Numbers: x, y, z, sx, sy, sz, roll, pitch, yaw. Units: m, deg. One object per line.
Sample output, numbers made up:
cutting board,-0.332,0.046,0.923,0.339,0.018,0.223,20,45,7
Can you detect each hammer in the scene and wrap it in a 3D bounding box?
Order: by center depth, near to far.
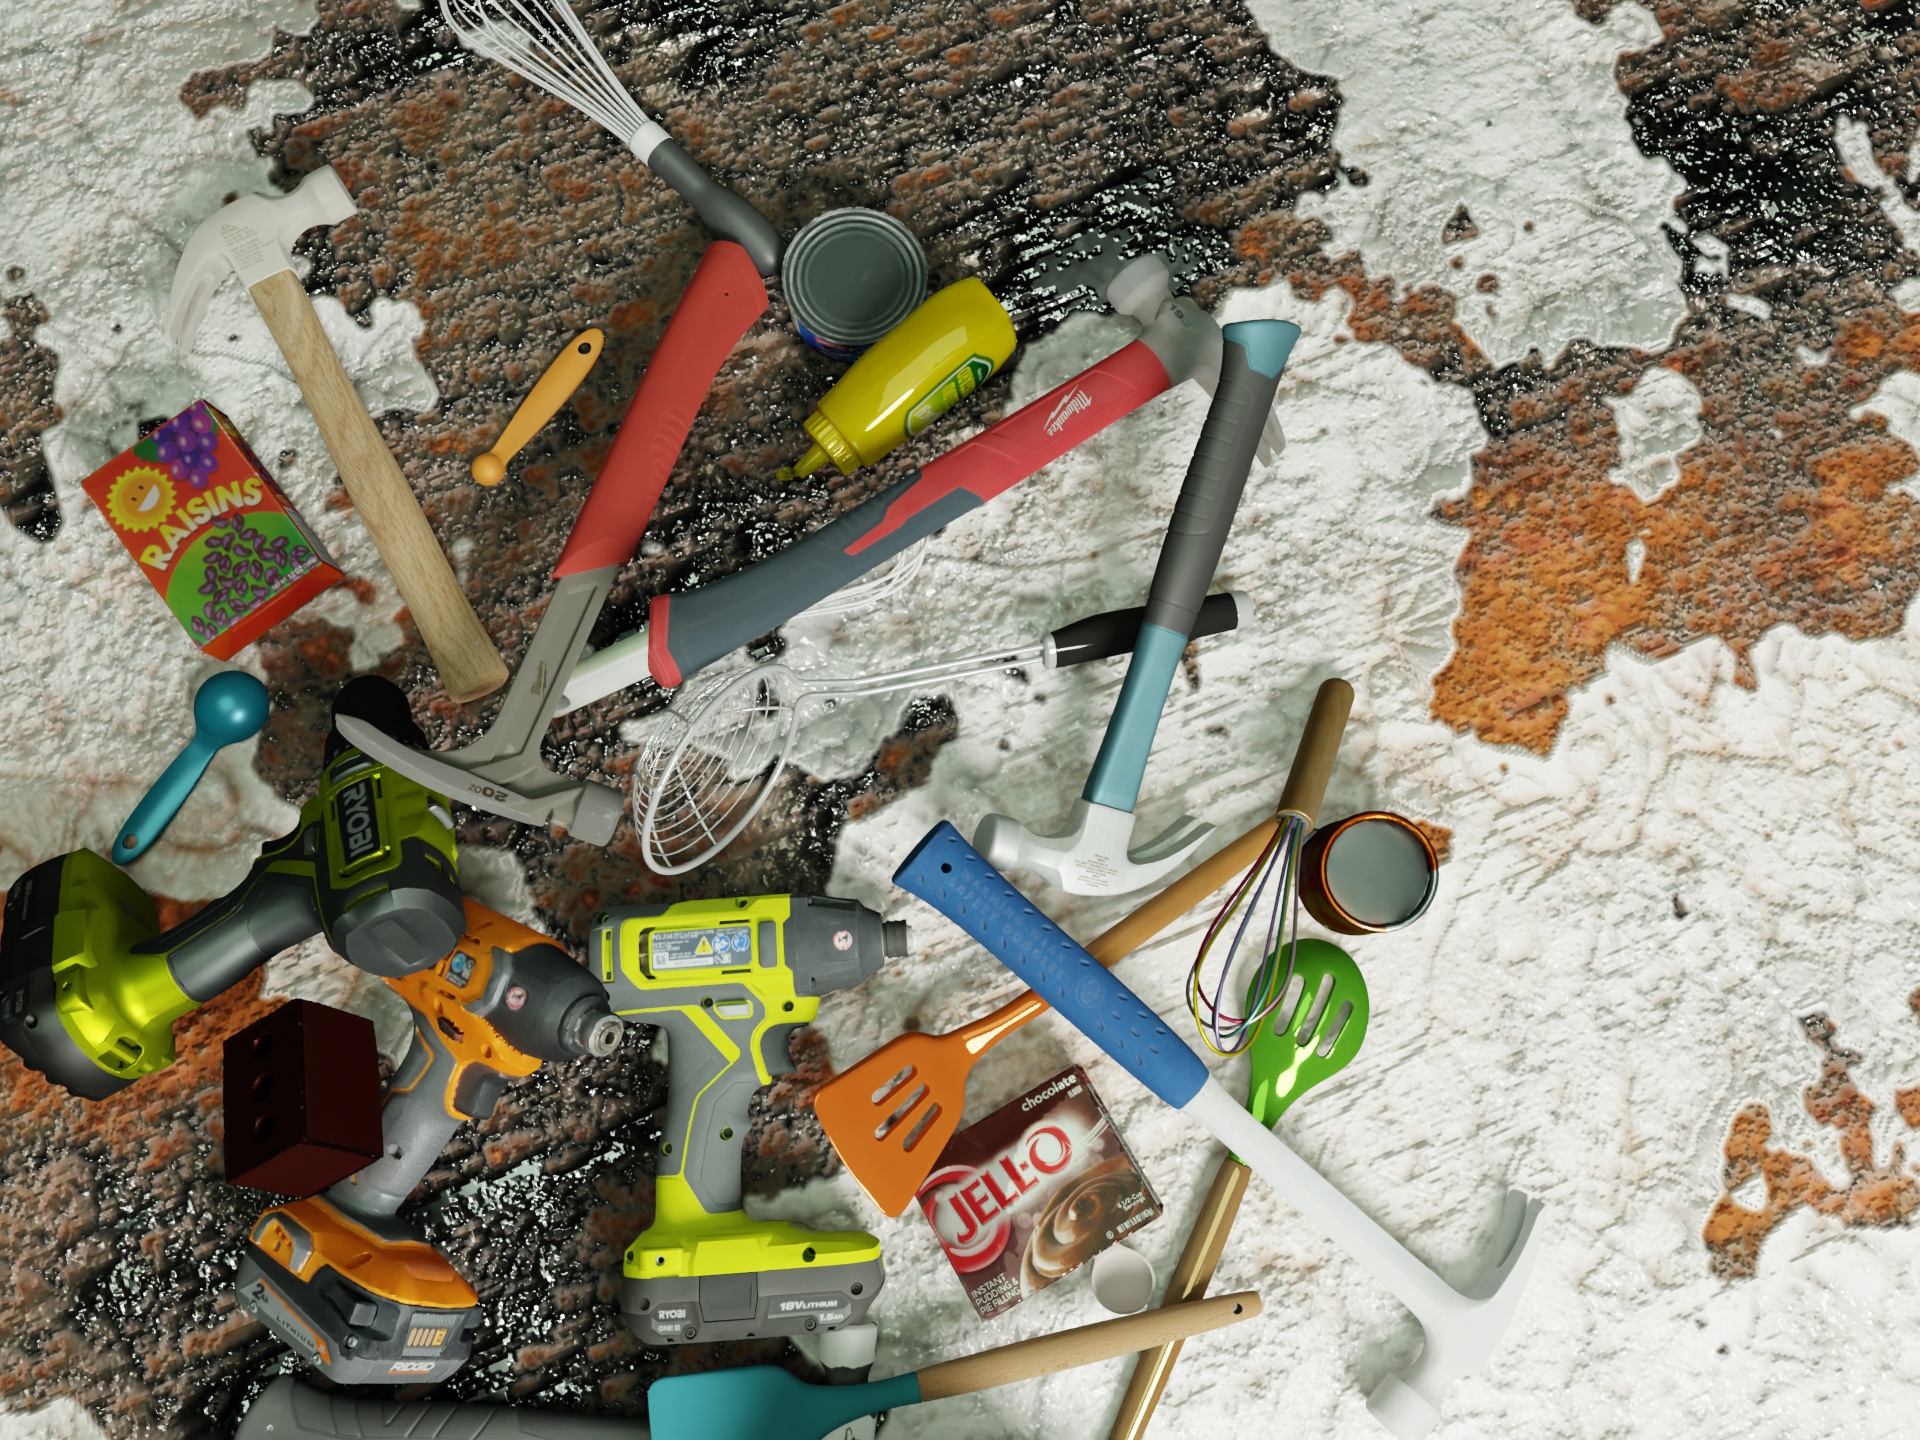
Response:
hammer,0.133,0.195,0.830,0.405,0.035,0.144,42,81,-5
hammer,-0.212,0.384,0.836,0.335,0.035,0.146,3,80,0
hammer,0.115,-0.063,0.865,0.128,0.033,0.331,18,91,-24
hammer,0.003,-0.116,0.876,0.386,0.038,0.143,-34,83,-19
hammer,-0.199,-0.119,0.877,0.149,0.036,0.359,24,69,-14
hammer,-0.354,-0.159,0.925,0.130,0.031,0.331,-28,82,-5

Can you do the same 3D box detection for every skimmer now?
skimmer,-0.001,-0.003,0.871,0.363,0.127,0.090,-12,57,-10

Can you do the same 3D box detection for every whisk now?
whisk,0.170,0.068,0.843,0.047,0.051,0.245,27,56,0
whisk,-0.132,-0.058,0.904,0.246,0.057,0.059,-24,38,0
whisk,-0.209,-0.366,0.951,0.284,0.070,0.070,44,83,1

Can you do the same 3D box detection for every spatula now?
spatula,0.005,0.337,0.810,0.317,0.044,0.082,-12,77,-7
spatula,0.067,0.137,0.857,0.322,0.041,0.081,-34,101,-14

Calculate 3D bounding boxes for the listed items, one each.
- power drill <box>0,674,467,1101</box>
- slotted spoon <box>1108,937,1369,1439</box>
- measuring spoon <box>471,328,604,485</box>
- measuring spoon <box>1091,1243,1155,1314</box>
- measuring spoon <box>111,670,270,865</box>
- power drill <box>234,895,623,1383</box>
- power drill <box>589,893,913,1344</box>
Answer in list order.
power drill,-0.378,0.082,0.842,0.228,0.080,0.191,-26,48,-1
slotted spoon,0.143,0.265,0.862,0.070,0.031,0.314,25,83,0
measuring spoon,-0.250,-0.187,0.940,0.021,0.011,0.117,36,82,5
measuring spoon,0.067,0.264,0.870,0.034,0.018,0.124,-29,75,0
measuring spoon,-0.441,0.027,0.898,0.042,0.021,0.128,32,81,5
power drill,-0.263,0.212,0.812,0.164,0.084,0.226,15,79,36
power drill,-0.106,0.205,0.846,0.171,0.080,0.223,-4,78,-1
